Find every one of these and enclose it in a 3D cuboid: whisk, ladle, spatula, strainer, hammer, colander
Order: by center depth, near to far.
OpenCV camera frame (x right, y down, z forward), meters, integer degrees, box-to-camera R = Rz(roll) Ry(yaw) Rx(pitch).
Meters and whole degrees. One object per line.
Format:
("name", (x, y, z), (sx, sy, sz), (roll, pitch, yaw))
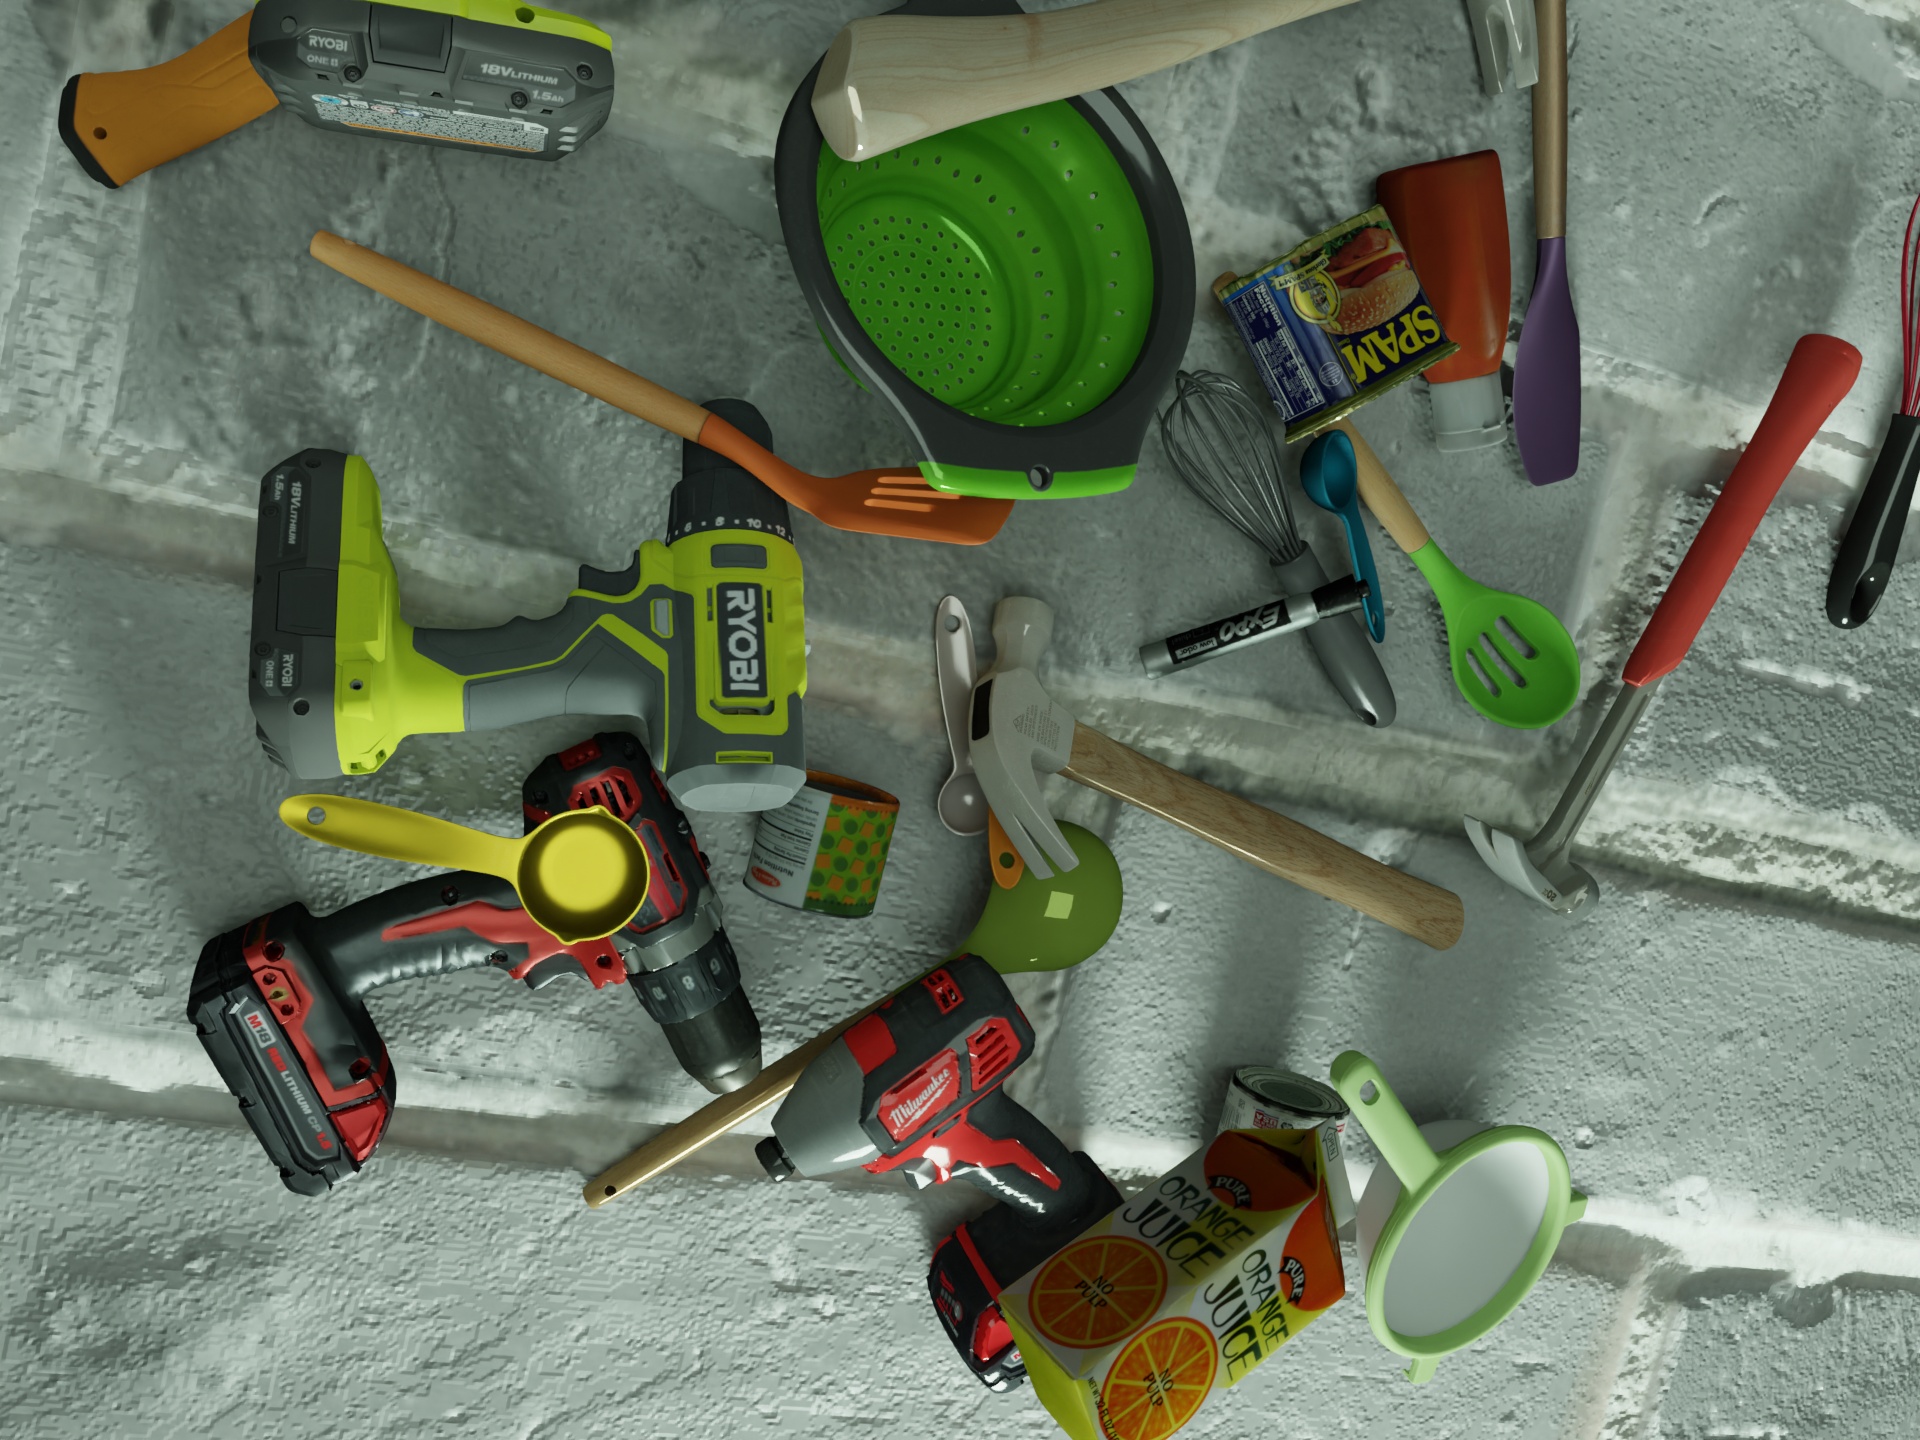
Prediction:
("hammer", (-0.219, -0.315, 0.677), (0.337, 0.034, 0.127), (-33, 107, -8))
("spatula", (-0.131, -0.146, 0.693), (0.322, 0.081, 0.041), (25, 123, -2))
("hammer", (0.115, -0.312, 0.719), (0.410, 0.038, 0.146), (-28, 108, -27))
("colander", (-0.013, -0.284, 0.724), (0.204, 0.094, 0.397), (-4, 84, -29))
("ladle", (-0.055, 0.156, 0.821), (0.320, 0.062, 0.078), (-32, 104, -2))
("whisk", (0.170, -0.086, 0.836), (0.055, 0.055, 0.238), (-39, 114, -6))
("hammer", (0.144, 0.057, 0.842), (0.331, 0.031, 0.130), (25, 60, -25))
("spatula", (0.312, -0.283, 0.845), (0.059, 0.018, 0.315), (-15, 108, -31))
("hammer", (0.401, -0.062, 0.892), (0.149, 0.037, 0.359), (33, 86, -47))
("strainer", (0.249, 0.251, 0.893), (0.151, 0.069, 0.256), (-43, 123, -8))
("whisk", (0.564, -0.196, 0.928), (0.073, 0.073, 0.295), (7, 105, -18))

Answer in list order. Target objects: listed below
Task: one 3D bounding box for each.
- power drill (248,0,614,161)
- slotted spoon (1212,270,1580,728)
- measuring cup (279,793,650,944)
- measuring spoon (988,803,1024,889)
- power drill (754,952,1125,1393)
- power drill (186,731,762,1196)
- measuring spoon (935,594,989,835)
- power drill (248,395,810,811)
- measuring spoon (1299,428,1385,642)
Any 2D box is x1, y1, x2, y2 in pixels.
("power drill", (-0.192, -0.346, 0.623), (0.171, 0.080, 0.223), (3, 95, -16))
("slotted spoon", (0.234, -0.116, 0.857), (0.070, 0.031, 0.313), (-44, 107, -5))
("measuring cup", (-0.212, 0.055, 0.690), (0.156, 0.029, 0.062), (14, 87, -9))
("measuring spoon", (0.023, 0.028, 0.808), (0.021, 0.011, 0.117), (4, 77, -15))
("power drill", (-0.001, 0.231, 0.801), (0.143, 0.079, 0.219), (-34, 121, -8))
("power drill", (-0.214, 0.130, 0.745), (0.226, 0.080, 0.187), (-26, 107, -14))
("measuring spoon", (-0.001, -0.003, 0.817), (0.034, 0.018, 0.124), (-7, 96, -16))
("power drill", (-0.181, -0.057, 0.699), (0.228, 0.080, 0.191), (0, 73, -15))
("measuring spoon", (0.202, -0.094, 0.842), (0.042, 0.021, 0.128), (-51, 130, -38))
